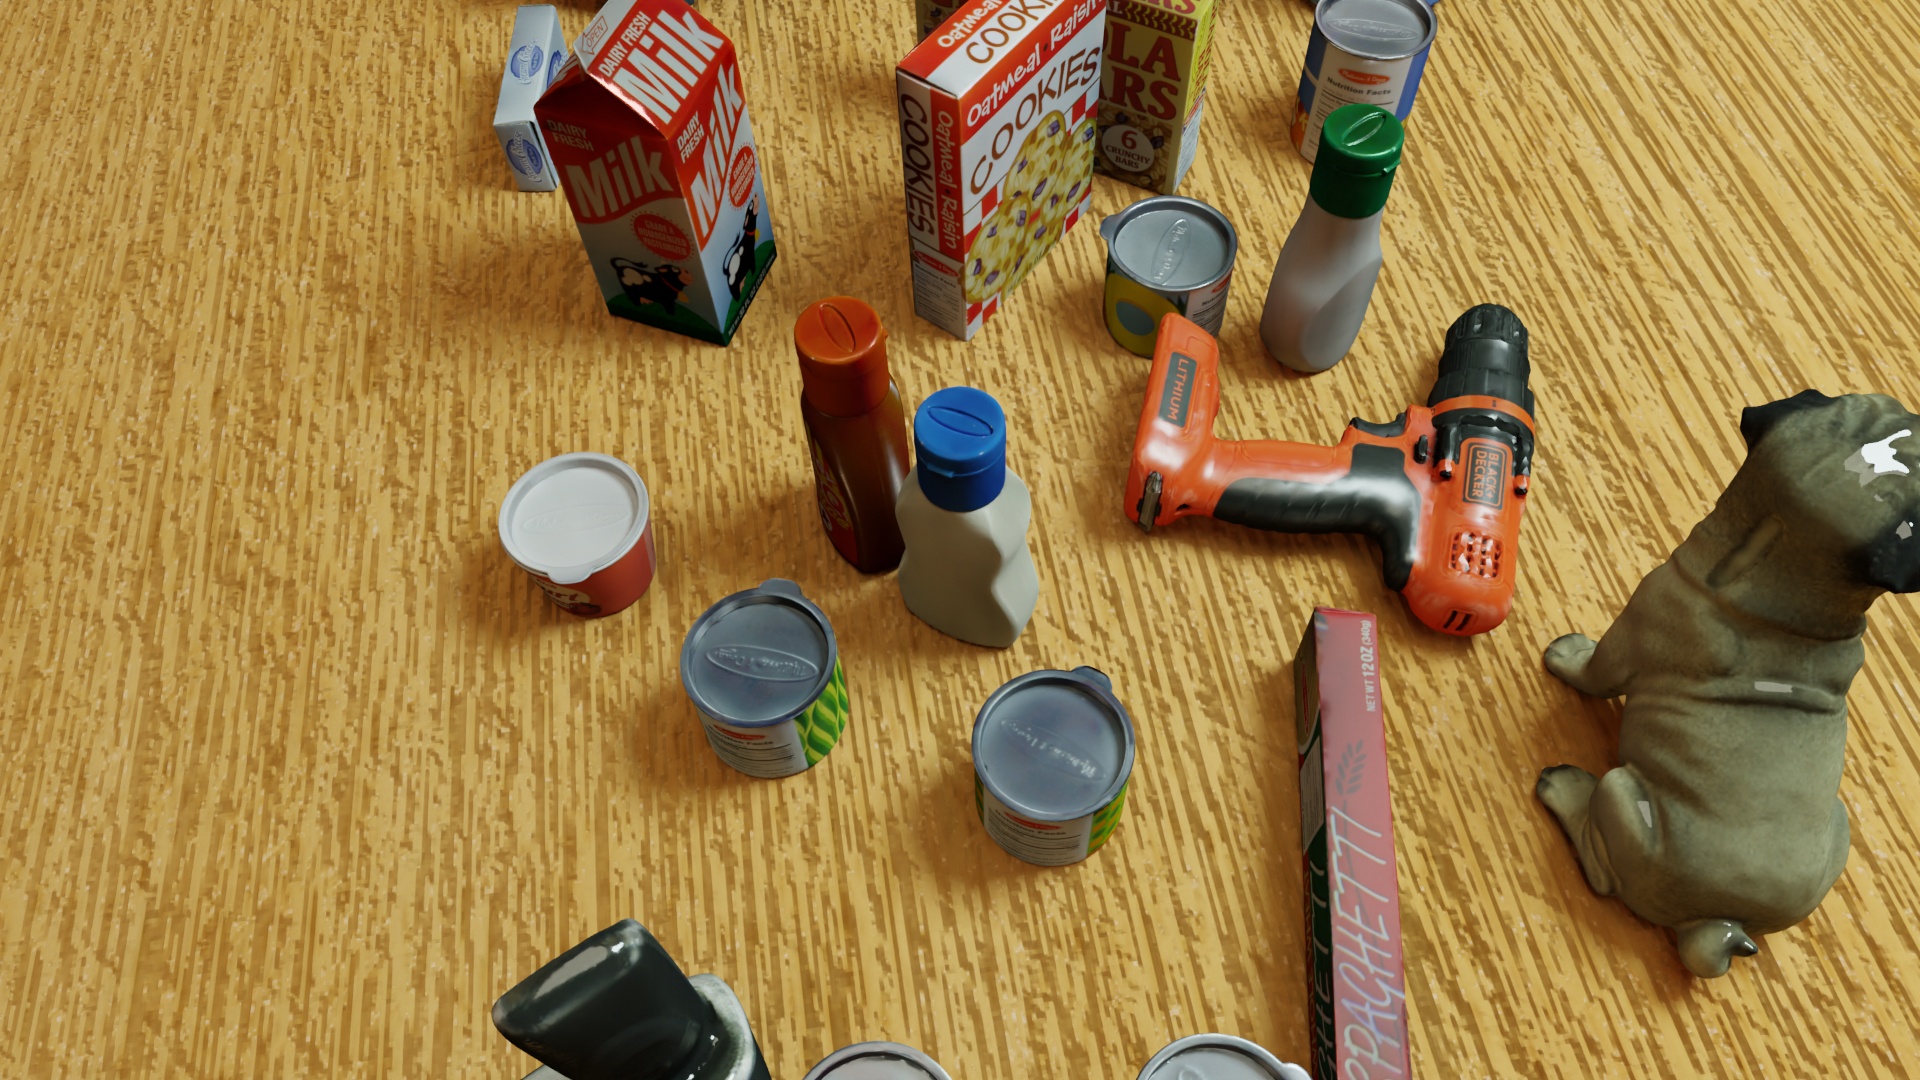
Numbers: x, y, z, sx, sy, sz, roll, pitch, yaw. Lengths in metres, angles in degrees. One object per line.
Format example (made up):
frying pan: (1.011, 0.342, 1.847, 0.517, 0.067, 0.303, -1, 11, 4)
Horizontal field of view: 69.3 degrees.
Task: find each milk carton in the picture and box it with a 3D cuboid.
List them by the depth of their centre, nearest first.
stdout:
milk carton: (-0.150, -0.190, 0.690, 0.073, 0.189, 0.073, 16, 60, 11)

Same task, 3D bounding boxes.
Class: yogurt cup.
yogurt cup: (-0.175, 0.000, 0.652, 0.072, 0.053, 0.073, -1, 58, 1)

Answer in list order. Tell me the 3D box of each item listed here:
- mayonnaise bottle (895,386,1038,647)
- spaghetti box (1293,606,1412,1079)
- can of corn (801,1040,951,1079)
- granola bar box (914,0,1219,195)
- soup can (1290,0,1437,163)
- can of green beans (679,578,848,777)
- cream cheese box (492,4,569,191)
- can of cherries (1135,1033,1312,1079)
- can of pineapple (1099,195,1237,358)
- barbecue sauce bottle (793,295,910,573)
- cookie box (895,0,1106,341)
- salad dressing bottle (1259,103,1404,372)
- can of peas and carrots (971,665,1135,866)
mayonnaise bottle: (0.002, -0.007, 0.597, 0.065, 0.147, 0.041, 21, 61, 14)
spaghetti box: (0.155, 0.147, 0.553, 0.029, 0.050, 0.251, 4, 58, 4)
can of corn: (-0.029, 0.225, 0.504, 0.071, 0.058, 0.071, -1, 58, 1)
granola bar box: (0.056, -0.274, 0.777, 0.166, 0.123, 0.039, 23, 62, 15)
soup can: (0.228, -0.264, 0.790, 0.071, 0.083, 0.071, -1, 58, 1)
can of green beans: (-0.084, 0.063, 0.607, 0.071, 0.057, 0.071, -1, 58, 1)
cream cheese box: (-0.249, -0.261, 0.818, 0.024, 0.053, 0.104, -3, 58, 0)
can of cherries: (0.093, 0.219, 0.504, 0.071, 0.058, 0.072, -1, 58, 1)
can of pineapple: (0.107, -0.138, 0.729, 0.071, 0.057, 0.071, -1, 58, 1)
barbecue sauce bottle: (-0.047, -0.047, 0.623, 0.044, 0.147, 0.065, -23, 60, -12)
cookie box: (0.022, -0.202, 0.707, 0.040, 0.166, 0.123, 31, 64, 19)
salad dressing bottle: (0.182, -0.144, 0.678, 0.064, 0.147, 0.044, -37, 64, -19)
can of peas and carrots: (0.039, 0.094, 0.584, 0.071, 0.058, 0.071, -1, 58, 1)
